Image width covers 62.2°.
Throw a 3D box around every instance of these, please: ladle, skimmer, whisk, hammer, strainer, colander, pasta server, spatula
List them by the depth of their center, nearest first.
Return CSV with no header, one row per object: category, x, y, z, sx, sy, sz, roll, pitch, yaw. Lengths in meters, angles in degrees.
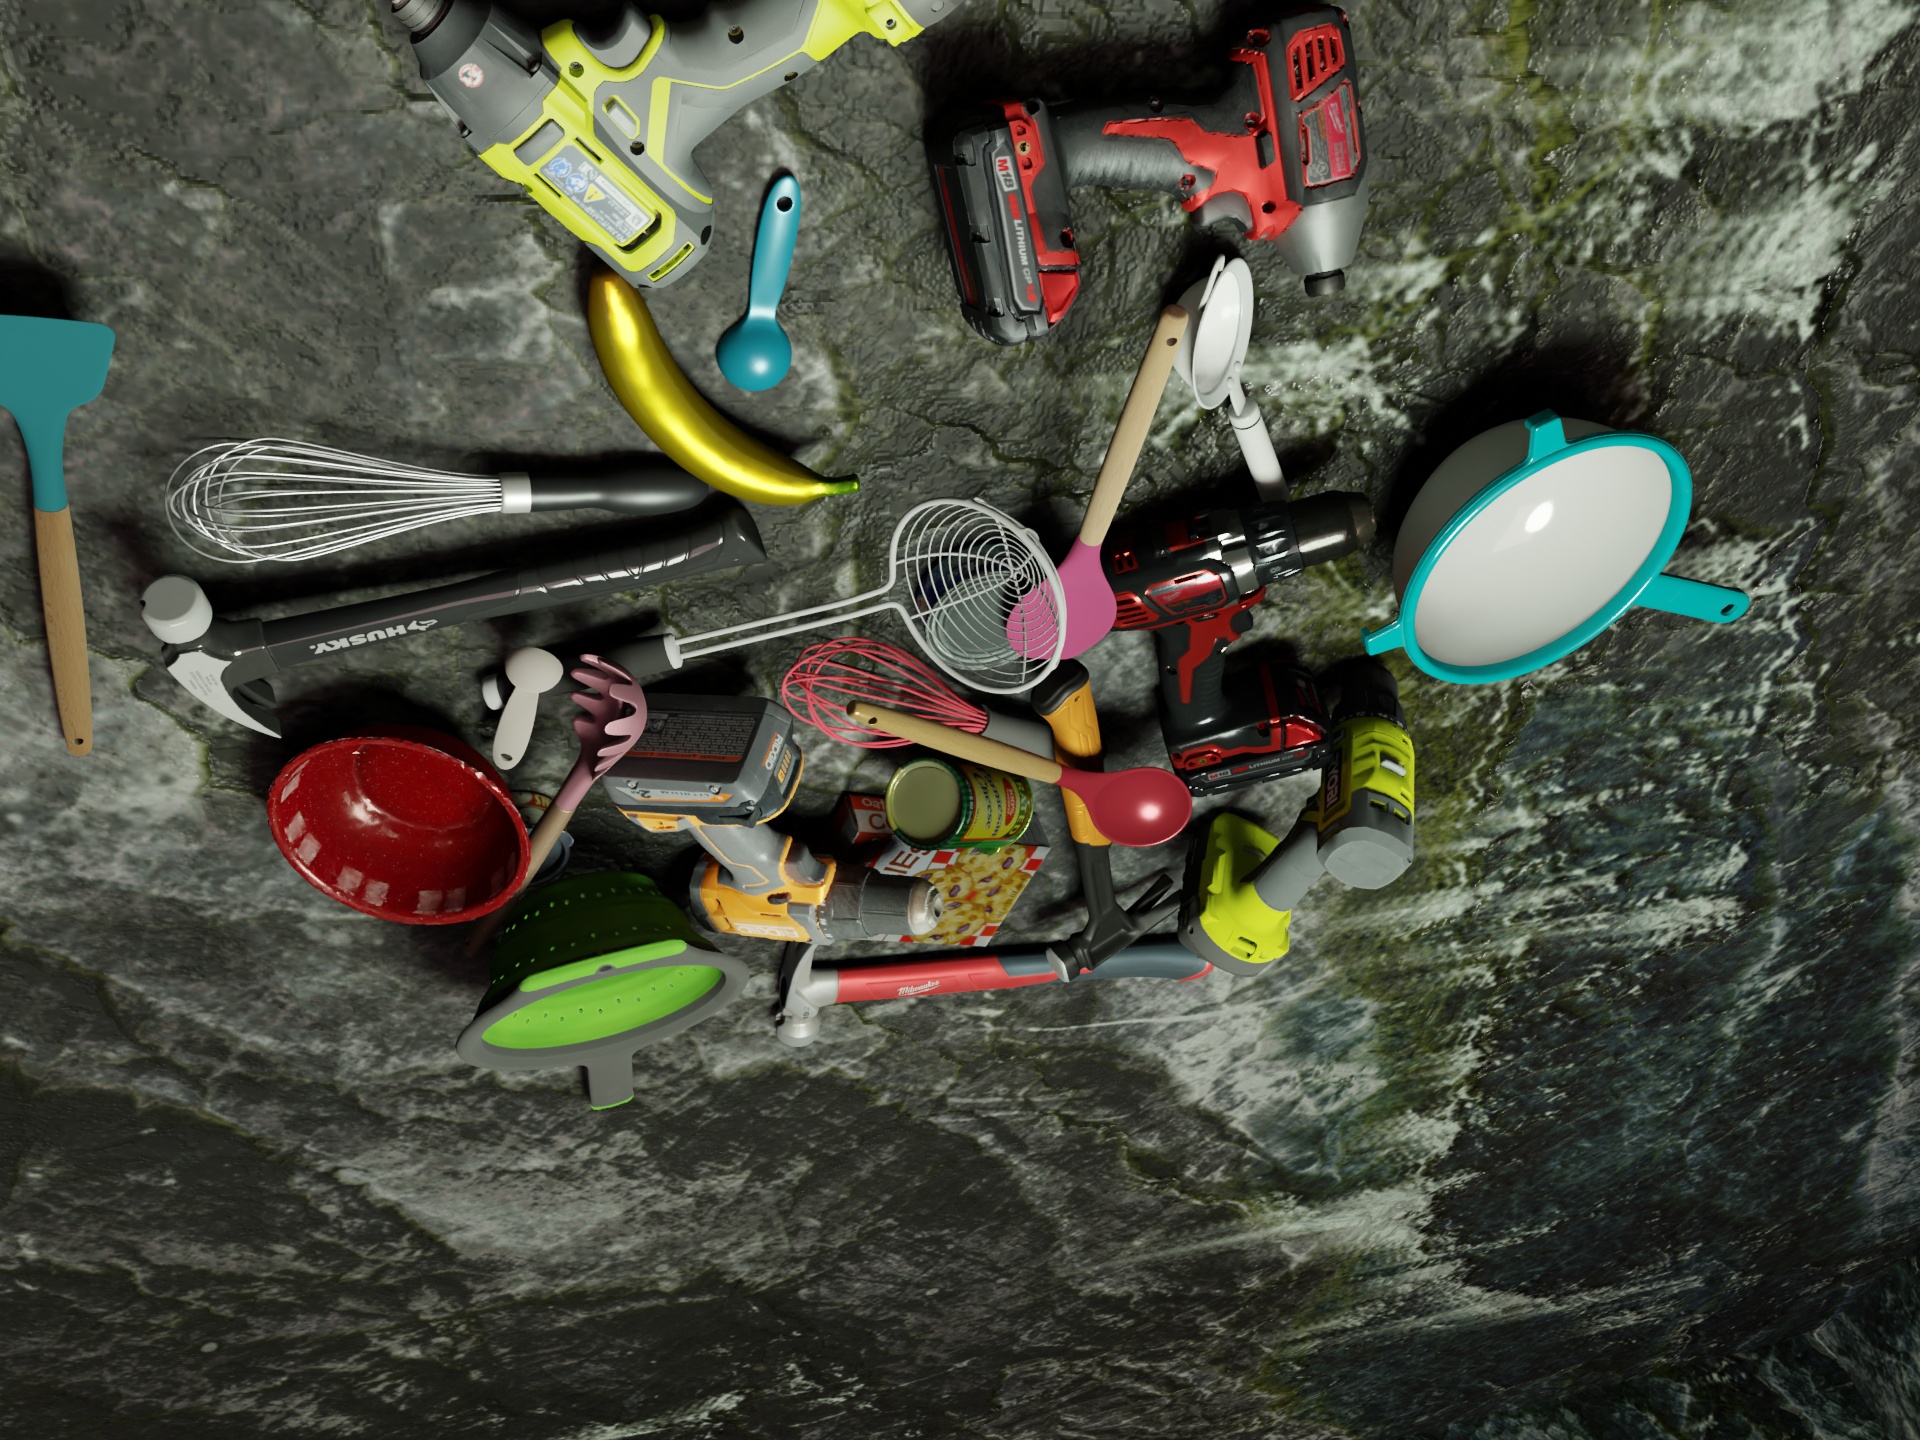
spatula,-0.477,-0.087,0.834,0.082,0.044,0.317,-2,136,-24
whisk,-0.277,-0.125,0.869,0.284,0.070,0.070,-6,136,-23
hammer,-0.276,-0.068,0.921,0.334,0.035,0.146,-15,157,-14
skimmer,-0.118,-0.045,0.953,0.363,0.090,0.127,-13,115,4
strainer,0.170,-0.193,0.976,0.087,0.050,0.258,-63,146,-18
pasta server,-0.270,0.068,1.021,0.040,0.060,0.316,1,143,-40
ladle,0.045,0.031,1.063,0.315,0.031,0.069,19,117,-42
whisk,-0.002,-0.004,1.099,0.295,0.073,0.073,14,128,-41
strainer,0.427,-0.125,1.112,0.340,0.095,0.211,6,131,-34
hammer,0.103,0.071,1.192,0.127,0.034,0.336,-31,141,-14
colander,-0.274,0.205,1.197,0.204,0.095,0.396,-12,156,-17
hammer,0.041,0.201,1.341,0.386,0.038,0.143,-2,133,-19

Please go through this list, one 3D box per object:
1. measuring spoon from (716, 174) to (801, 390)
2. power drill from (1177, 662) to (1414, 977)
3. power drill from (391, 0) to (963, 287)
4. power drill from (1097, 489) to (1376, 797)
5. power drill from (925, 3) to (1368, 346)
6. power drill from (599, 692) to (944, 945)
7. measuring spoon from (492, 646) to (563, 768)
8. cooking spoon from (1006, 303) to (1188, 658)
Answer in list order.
measuring spoon,-0.101,-0.227,0.847,0.042,0.021,0.128,-1,136,-21
power drill,0.261,0.077,1.210,0.080,0.191,0.228,26,136,-11
power drill,-0.123,-0.316,0.709,0.223,0.080,0.171,-33,137,19
power drill,0.200,-0.058,1.085,0.188,0.080,0.226,-15,136,12
power drill,0.104,-0.269,0.816,0.219,0.079,0.143,-17,112,-7
power drill,-0.122,0.080,1.076,0.185,0.084,0.226,2,143,20
measuring spoon,-0.272,-0.001,0.977,0.034,0.018,0.124,18,138,-14
cooking spoon,0.082,-0.123,0.928,0.068,0.017,0.318,3,149,-9
